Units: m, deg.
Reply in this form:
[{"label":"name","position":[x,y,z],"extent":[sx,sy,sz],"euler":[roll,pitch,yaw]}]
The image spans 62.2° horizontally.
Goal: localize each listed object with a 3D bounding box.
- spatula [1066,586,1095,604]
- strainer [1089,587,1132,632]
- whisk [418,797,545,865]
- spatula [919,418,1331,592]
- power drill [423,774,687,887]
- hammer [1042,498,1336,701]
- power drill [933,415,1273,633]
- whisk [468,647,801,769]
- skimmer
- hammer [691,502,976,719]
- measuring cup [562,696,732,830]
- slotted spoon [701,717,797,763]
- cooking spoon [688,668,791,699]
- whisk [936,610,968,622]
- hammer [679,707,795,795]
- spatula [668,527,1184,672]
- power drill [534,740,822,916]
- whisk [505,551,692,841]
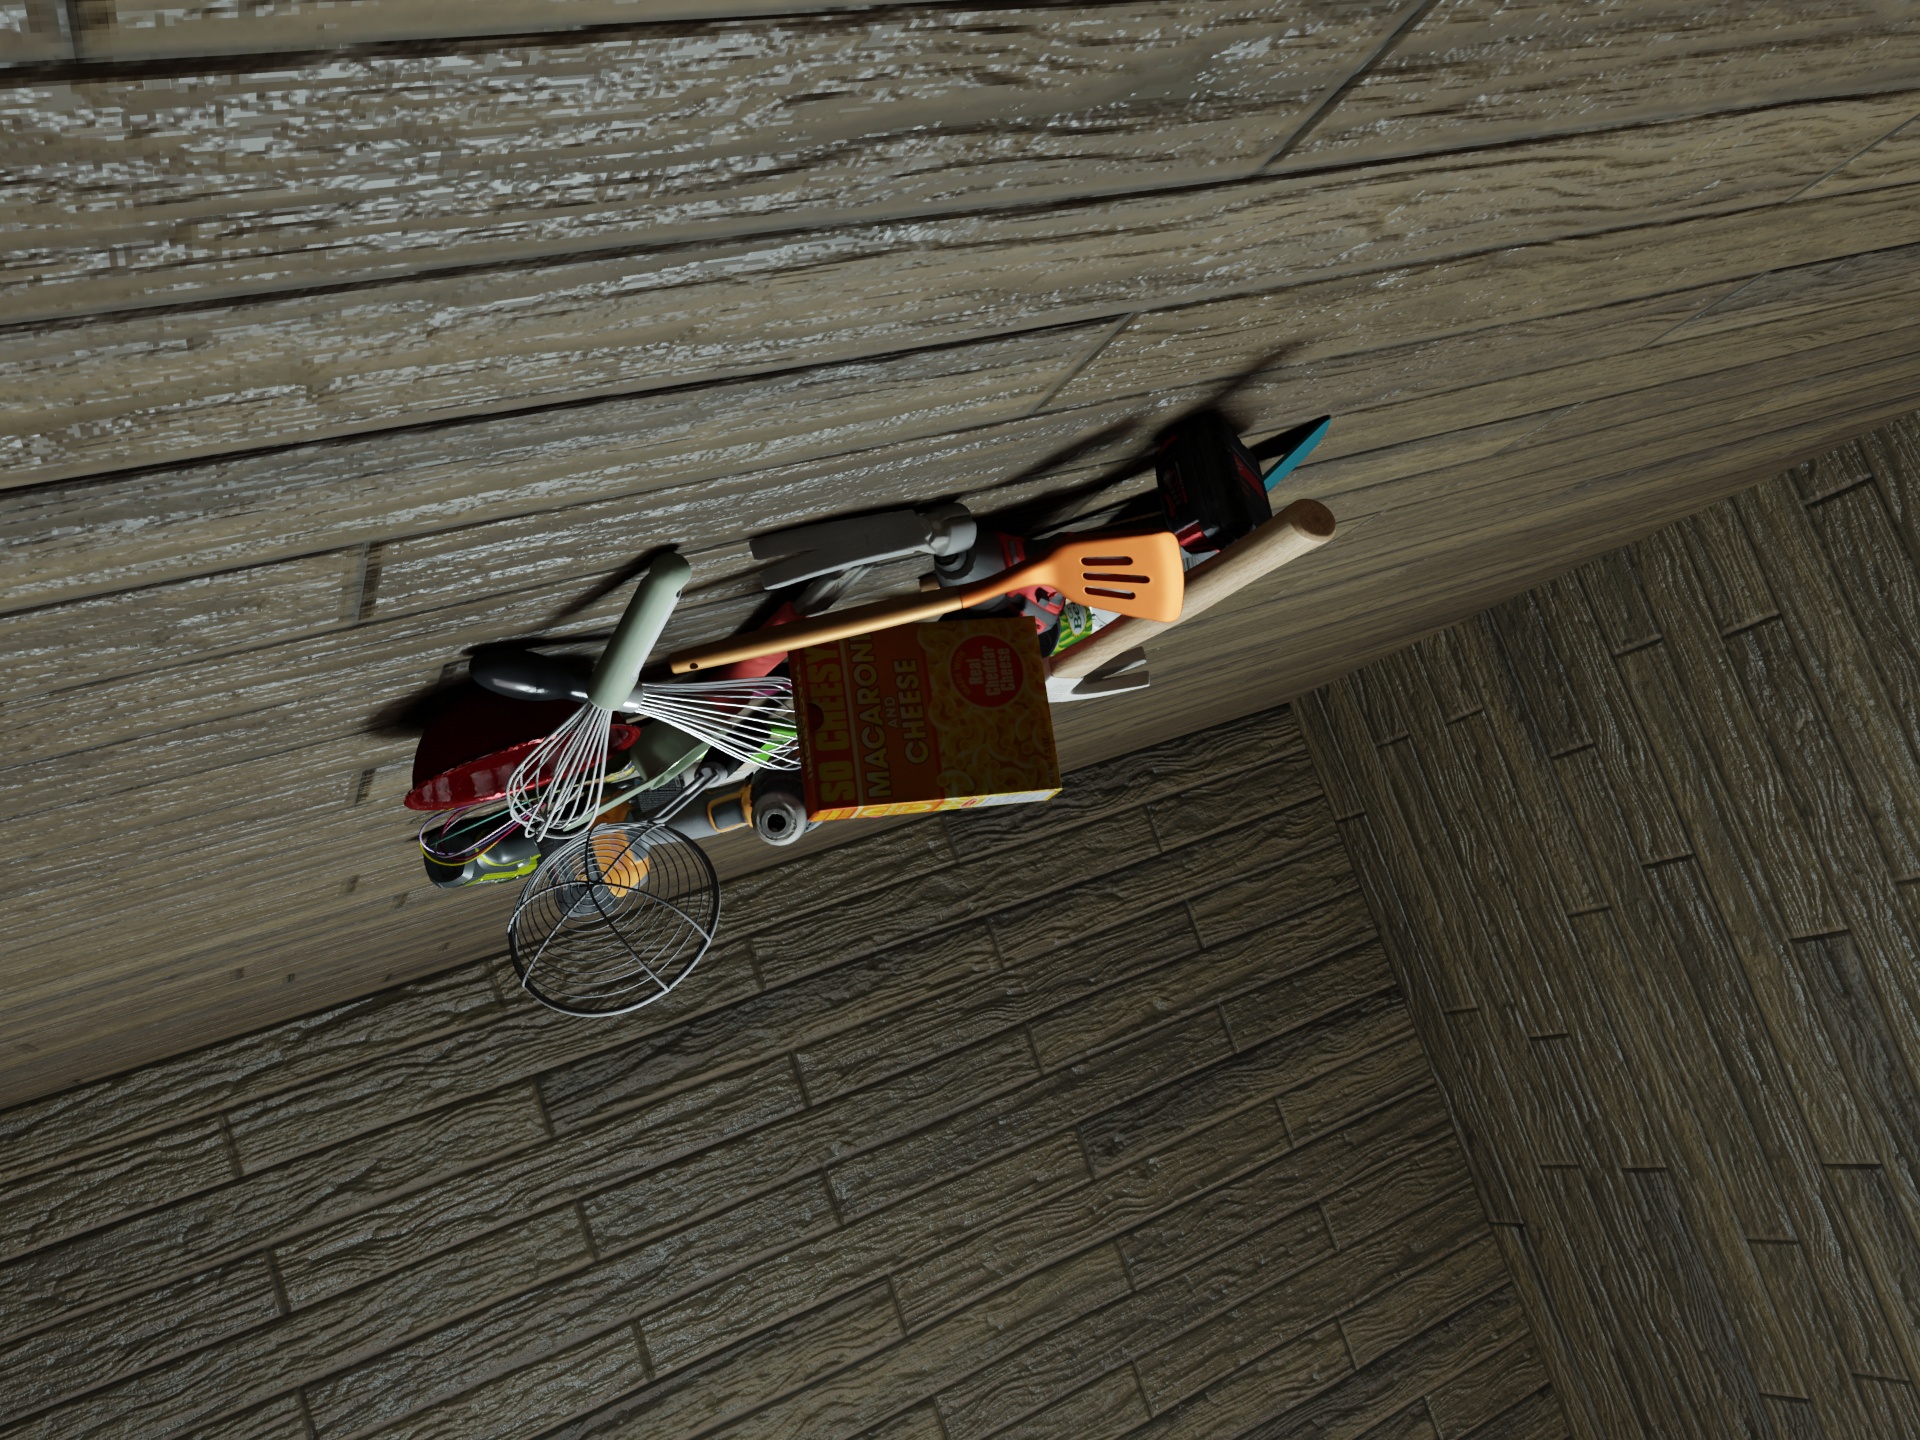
[{"label":"spatula","position":[0.061,-0.090,1.279],"extent":[0.316,0.018,0.060],"euler":[-30,-166,3]},{"label":"strainer","position":[0.101,-0.068,1.406],"extent":[0.258,0.050,0.086],"euler":[-36,132,23]},{"label":"whisk","position":[-0.370,0.069,1.415],"extent":[0.245,0.047,0.051],"euler":[-24,171,6]},{"label":"spatula","position":[0.120,-0.150,1.168],"extent":[0.317,0.044,0.082],"euler":[-15,174,3]},{"label":"power drill","position":[-0.381,0.106,1.545],"extent":[0.223,0.080,0.171],"euler":[-18,173,17]},{"label":"hammer","position":[0.133,-0.071,1.070],"extent":[0.130,0.031,0.331],"euler":[0,163,-30]},{"label":"power drill","position":[0.091,-0.120,1.067],"extent":[0.219,0.079,0.143],"euler":[-18,162,22]},{"label":"whisk","position":[-0.195,-0.011,1.048],"extent":[0.070,0.070,0.284],"euler":[-25,155,38]},{"label":"skimmer","position":[-0.183,0.081,1.057],"extent":[0.127,0.090,0.363],"euler":[-1,-166,10]},{"label":"hammer","position":[-0.129,-0.061,1.101],"extent":[0.149,0.037,0.359],"euler":[-15,171,-30]},{"label":"measuring cup","position":[-0.234,0.030,1.142],"extent":[0.083,0.038,0.167],"euler":[-40,177,40]},{"label":"slotted spoon","position":[-0.273,0.032,1.295],"extent":[0.313,0.031,0.070],"euler":[-7,153,-14]},{"label":"cooking spoon","position":[-0.090,-0.052,1.349],"extent":[0.319,0.017,0.069],"euler":[-16,175,-23]},{"label":"whisk","position":[-0.037,-0.017,1.179],"extent":[0.073,0.073,0.296],"euler":[-24,-159,31]},{"label":"hammer","position":[-0.145,0.003,1.449],"extent":[0.146,0.038,0.410],"euler":[-16,175,-26]},{"label":"spatula","position":[-0.022,-0.066,0.991],"extent":[0.322,0.041,0.080],"euler":[-13,139,-1]},{"label":"power drill","position":[-0.205,0.081,1.224],"extent":[0.226,0.084,0.185],"euler":[-17,-170,3]},{"label":"whisk","position":[-0.215,-0.009,0.954],"extent":[0.246,0.059,0.058],"euler":[-54,-167,36]}]
